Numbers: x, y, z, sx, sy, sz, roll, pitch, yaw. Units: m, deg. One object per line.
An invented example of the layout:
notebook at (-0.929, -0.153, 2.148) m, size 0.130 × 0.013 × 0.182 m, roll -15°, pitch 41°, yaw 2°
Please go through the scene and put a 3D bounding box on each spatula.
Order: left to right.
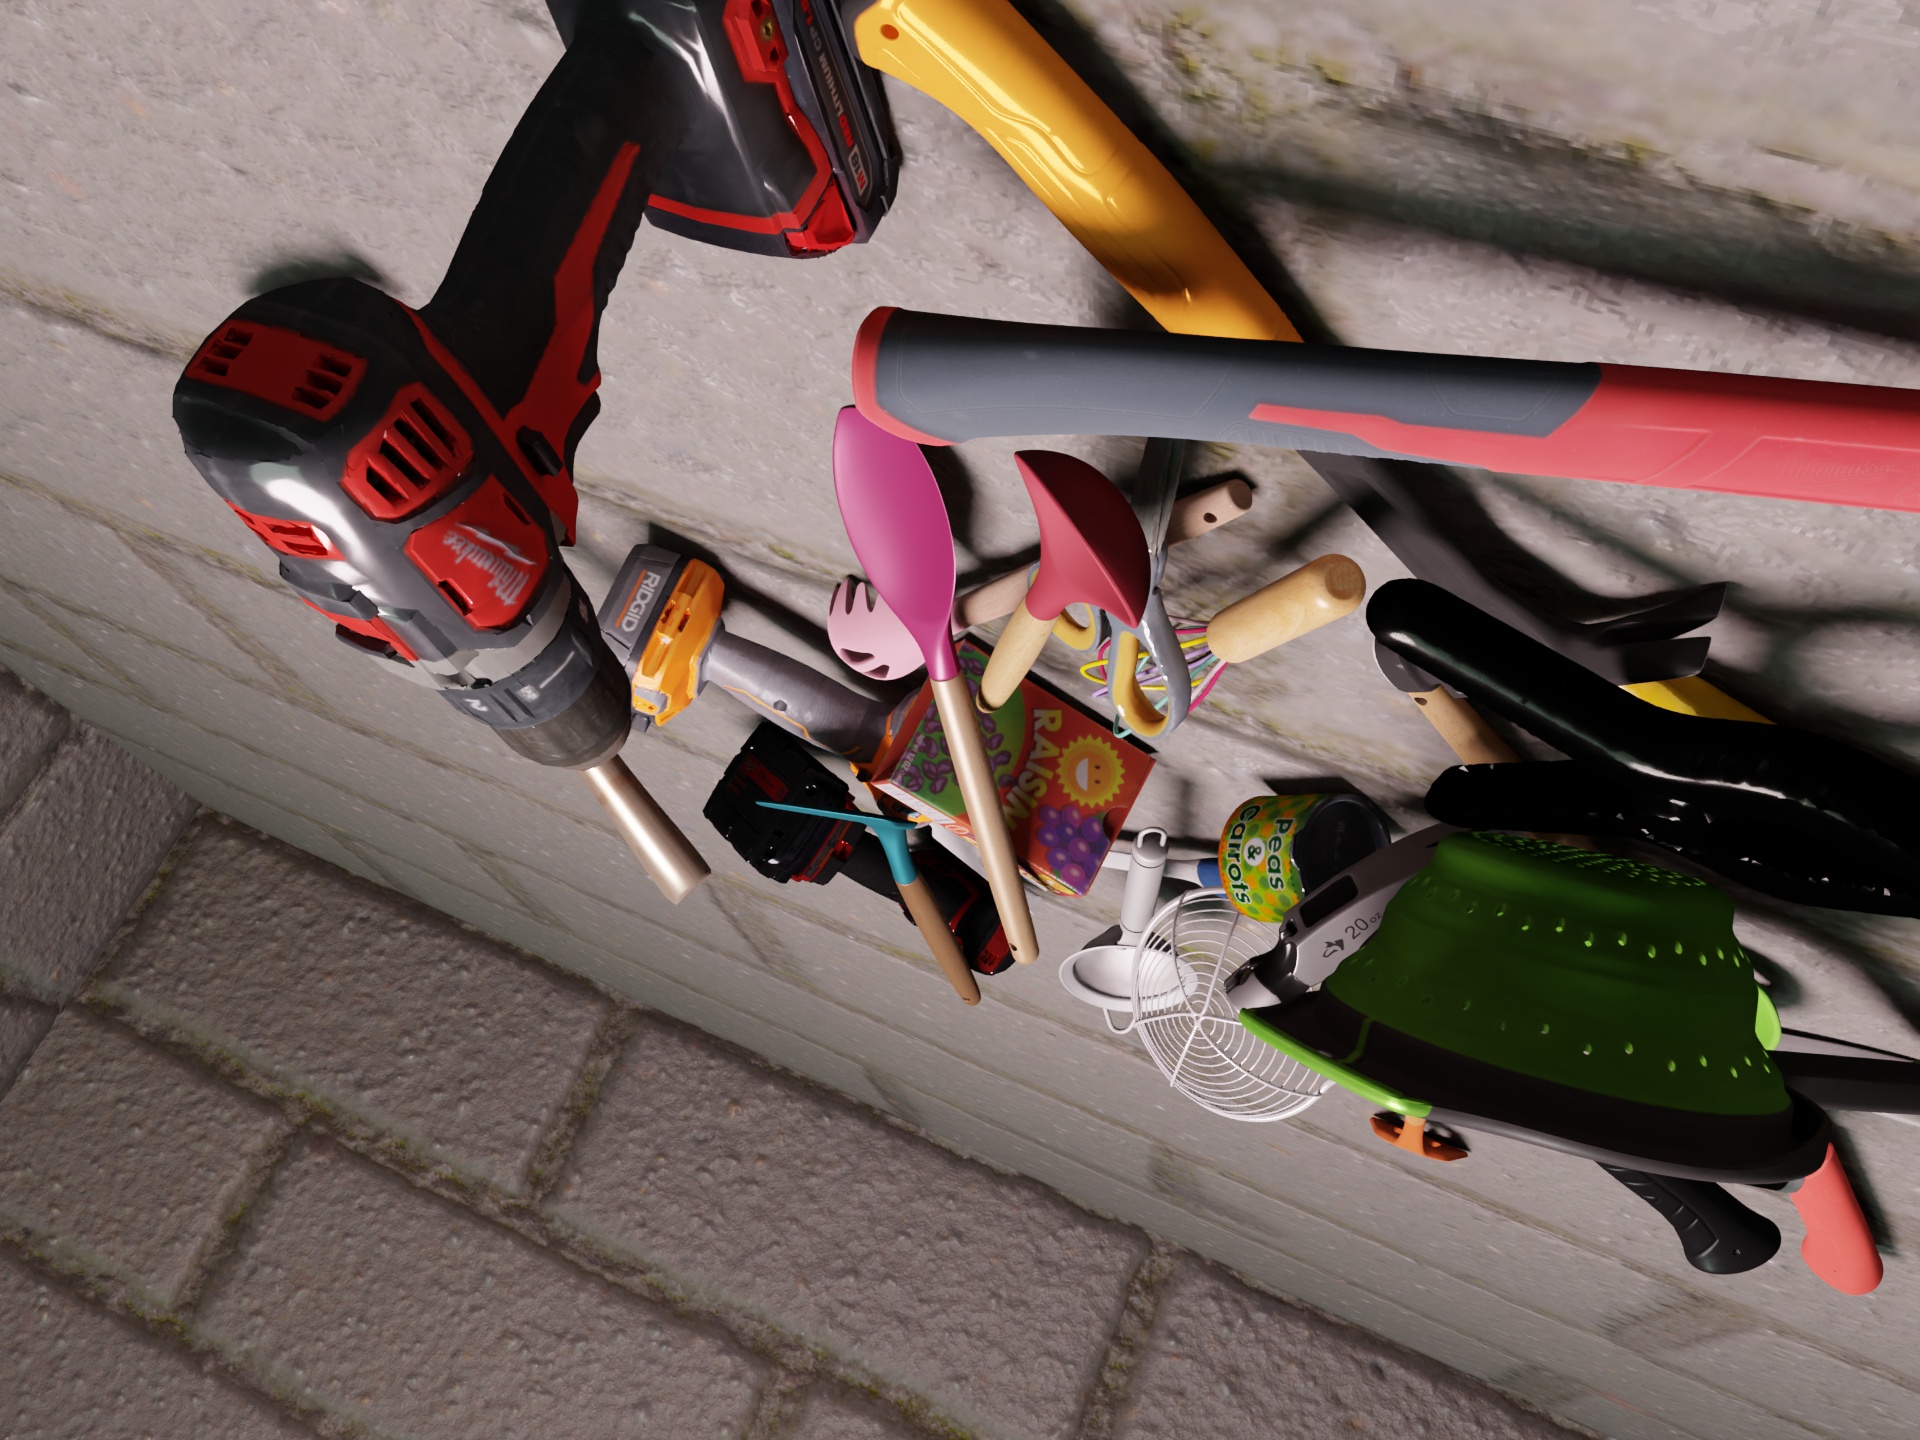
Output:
spatula at (-0.032, 0.115, 0.973) m, size 0.082 × 0.044 × 0.317 m, roll 7°, pitch 149°, yaw 20°
spatula at (0.335, 0.272, 1.160) m, size 0.081 × 0.041 × 0.322 m, roll 17°, pitch 154°, yaw 23°

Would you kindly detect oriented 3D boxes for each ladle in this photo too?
ladle at (0.029, -0.038, 0.631) m, size 0.069 × 0.031 × 0.315 m, roll 56°, pitch 169°, yaw 6°

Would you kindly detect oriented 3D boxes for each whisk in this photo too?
whisk at (0.096, -0.029, 0.631) m, size 0.047 × 0.051 × 0.245 m, roll 37°, pitch 168°, yaw -5°

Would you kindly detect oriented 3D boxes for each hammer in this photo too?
hammer at (-0.255, -0.046, 0.887) m, size 0.146 × 0.038 × 0.410 m, roll 28°, pitch 153°, yaw 48°
hammer at (0.139, 0.090, 0.928) m, size 0.406 × 0.035 × 0.143 m, roll 5°, pitch 151°, yaw 45°
hammer at (0.098, -0.110, 0.489) m, size 0.336 × 0.034 × 0.127 m, roll 38°, pitch 158°, yaw -28°
hammer at (0.150, -0.086, 0.403) m, size 0.386 × 0.038 × 0.143 m, roll 9°, pitch 154°, yaw 18°
hammer at (0.295, 0.176, 0.781) m, size 0.334 × 0.146 × 0.035 m, roll 38°, pitch -161°, yaw -18°
hammer at (0.502, 0.264, 0.917) m, size 0.149 × 0.037 × 0.358 m, roll 7°, pitch 152°, yaw 42°

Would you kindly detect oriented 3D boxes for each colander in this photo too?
colander at (0.310, 0.110, 0.661) m, size 0.396 × 0.094 × 0.205 m, roll 9°, pitch -176°, yaw -25°

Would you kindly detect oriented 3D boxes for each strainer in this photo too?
strainer at (0.104, 0.118, 0.931) m, size 0.087 × 0.050 × 0.258 m, roll 4°, pitch 150°, yaw 4°

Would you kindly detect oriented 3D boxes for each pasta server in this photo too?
pasta server at (0.022, -0.062, 0.715) m, size 0.060 × 0.040 × 0.316 m, roll 35°, pitch 154°, yaw -22°

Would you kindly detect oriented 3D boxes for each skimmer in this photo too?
skimmer at (0.272, 0.185, 0.861) m, size 0.363 × 0.127 × 0.090 m, roll 15°, pitch -162°, yaw -6°

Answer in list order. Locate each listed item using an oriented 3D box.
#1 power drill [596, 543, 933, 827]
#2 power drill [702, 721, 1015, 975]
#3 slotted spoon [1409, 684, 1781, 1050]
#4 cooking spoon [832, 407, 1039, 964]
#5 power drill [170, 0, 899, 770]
power drill at (-0.096, -0.006, 0.917) m, size 0.226 × 0.084 × 0.164 m, roll 24°, pitch 162°, yaw -4°
power drill at (-0.061, 0.093, 1.100) m, size 0.219 × 0.078 × 0.143 m, roll 34°, pitch 180°, yaw -34°
slotted spoon at (0.283, 0.067, 0.712) m, size 0.313 × 0.031 × 0.070 m, roll 41°, pitch 155°, yaw -30°
cooking spoon at (-0.001, -0.002, 0.744) m, size 0.069 × 0.017 × 0.318 m, roll 19°, pitch 137°, yaw 40°
power drill at (-0.104, -0.105, 0.463) m, size 0.080 × 0.227 × 0.187 m, roll 19°, pitch 158°, yaw 20°
